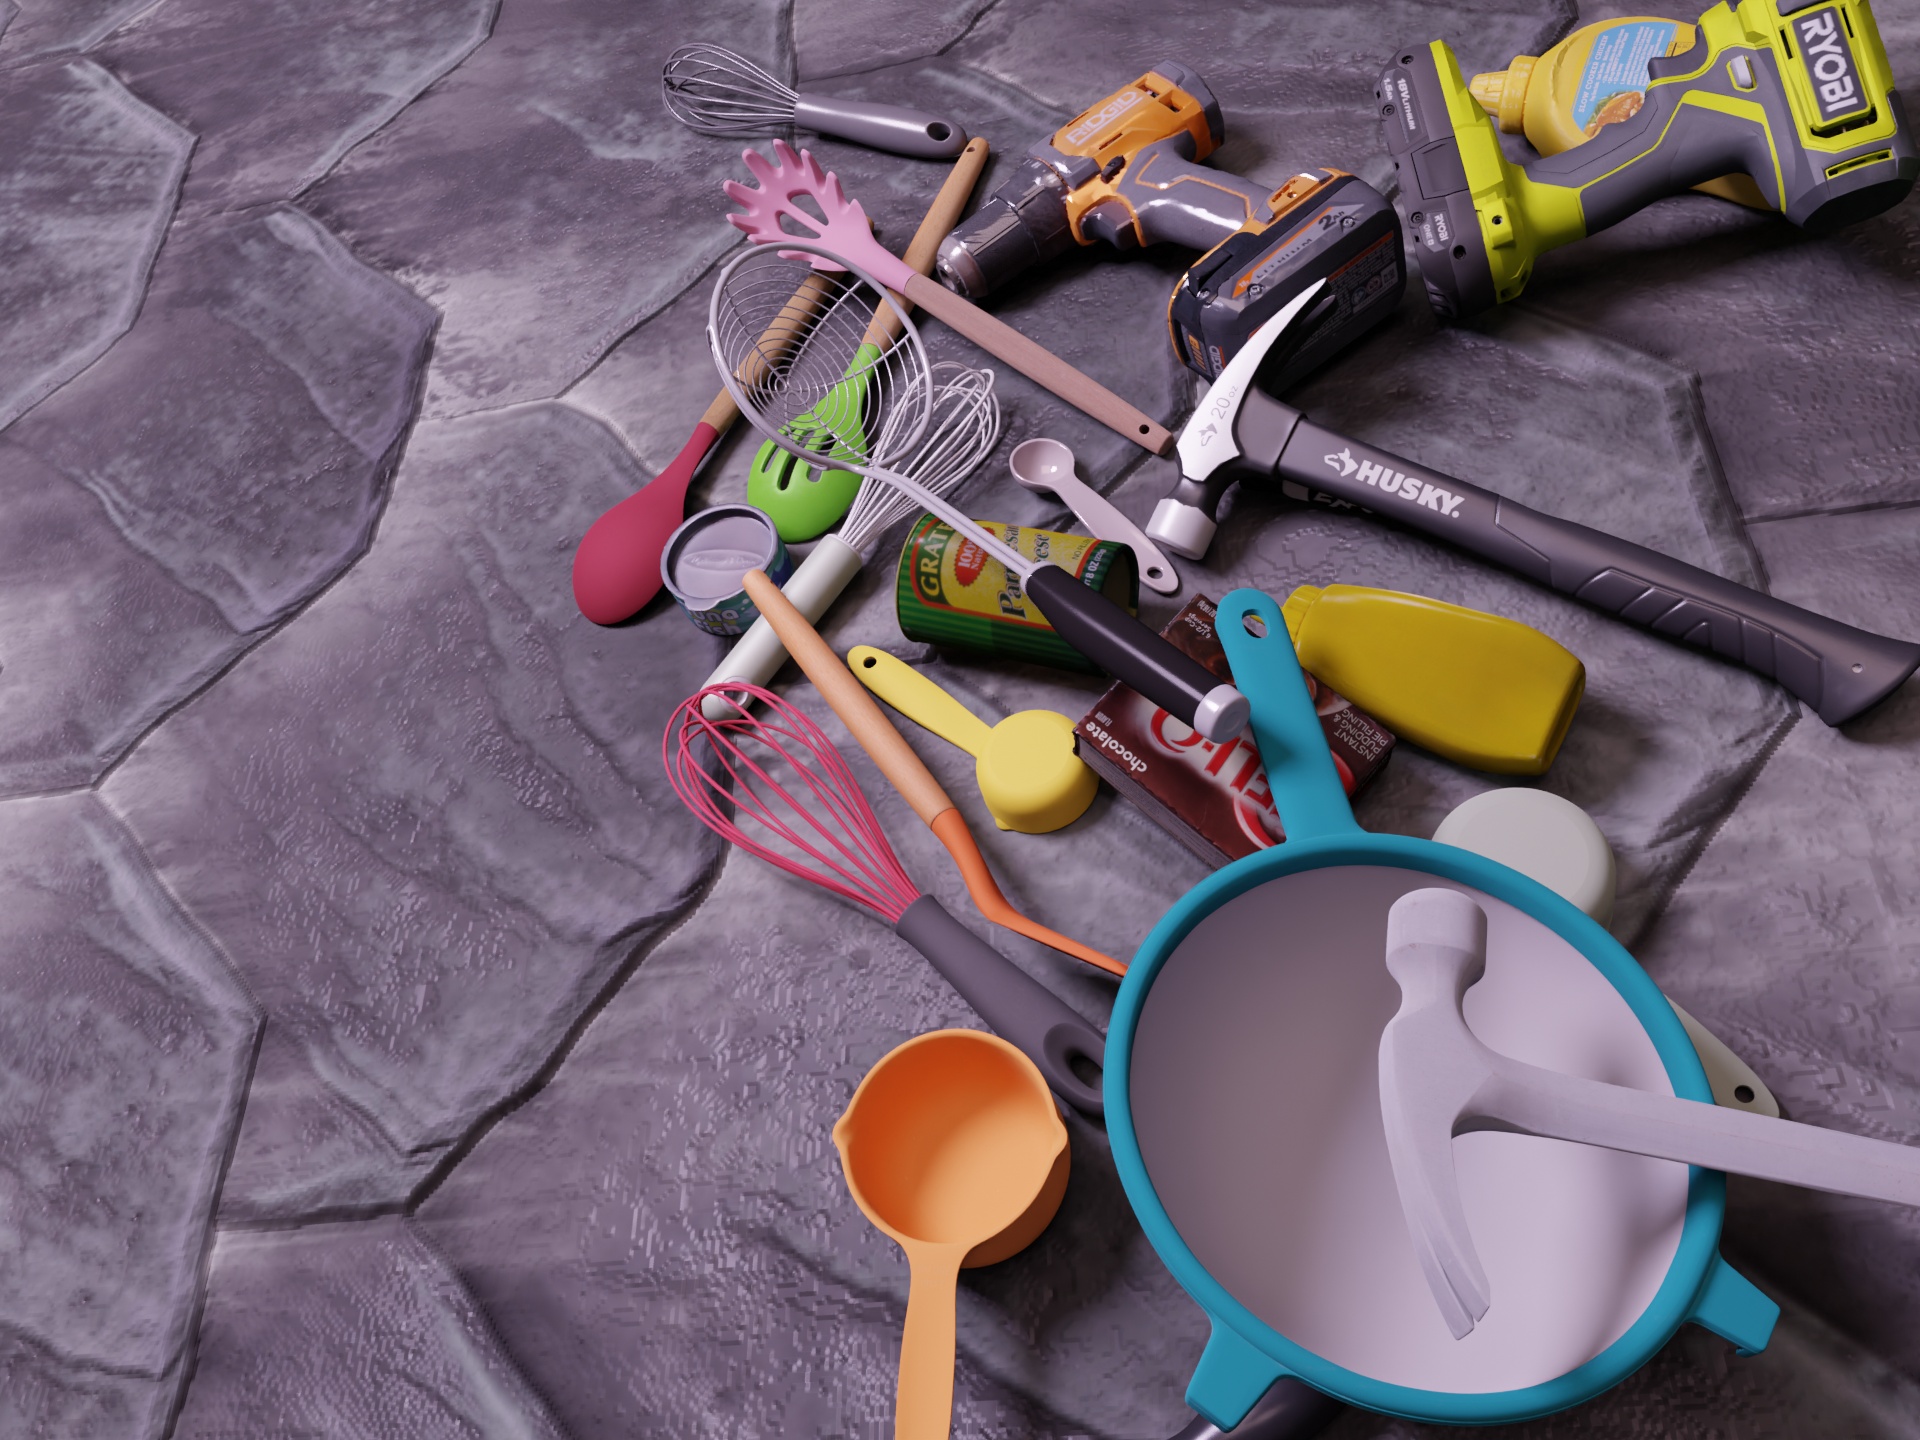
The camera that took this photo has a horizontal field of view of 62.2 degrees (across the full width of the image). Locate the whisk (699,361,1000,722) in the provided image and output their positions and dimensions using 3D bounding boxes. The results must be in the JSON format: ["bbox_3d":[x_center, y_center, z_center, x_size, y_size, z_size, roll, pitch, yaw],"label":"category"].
[{"bbox_3d":[-0.057,-0.096,0.840,0.246,0.057,0.059,-53,25,-15],"label":"whisk"}]

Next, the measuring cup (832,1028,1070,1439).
[{"bbox_3d":[-0.003,0.211,0.621,0.095,0.052,0.174,-3,60,15],"label":"measuring cup"}]

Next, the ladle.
[{"bbox_3d":[-0.131,-0.186,0.926,0.069,0.031,0.315,16,62,31],"label":"ladle"}]

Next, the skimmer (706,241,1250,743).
[{"bbox_3d":[0.006,-0.116,0.718,0.127,0.090,0.364,-9,36,-37],"label":"skimmer"}]

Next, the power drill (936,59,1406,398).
[{"bbox_3d":[0.106,-0.261,0.874,0.185,0.084,0.226,-36,52,-5],"label":"power drill"}]

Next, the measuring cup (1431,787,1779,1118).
[{"bbox_3d":[0.254,0.091,0.627,0.083,0.038,0.168,-36,54,-8],"label":"measuring cup"}]

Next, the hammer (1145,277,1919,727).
[{"bbox_3d":[0.258,-0.088,0.724,0.335,0.035,0.146,27,93,25],"label":"hammer"}]

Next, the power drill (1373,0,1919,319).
[{"bbox_3d":[0.329,-0.303,0.789,0.223,0.080,0.171,-15,79,19],"label":"power drill"}]

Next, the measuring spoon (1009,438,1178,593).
[{"bbox_3d":[0.069,-0.102,0.823,0.034,0.018,0.124,-31,61,-19],"label":"measuring spoon"}]

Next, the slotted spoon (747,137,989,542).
[{"bbox_3d":[-0.044,-0.235,0.931,0.070,0.031,0.314,12,61,22],"label":"slotted spoon"}]

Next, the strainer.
[{"bbox_3d":[0.144,0.102,0.617,0.211,0.095,0.341,-6,53,-6],"label":"strainer"}]

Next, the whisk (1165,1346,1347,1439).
[{"bbox_3d":[0.019,0.300,0.558,0.284,0.070,0.070,-28,55,-7],"label":"whisk"}]

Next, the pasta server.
[{"bbox_3d":[-0.010,-0.234,0.890,0.316,0.040,0.060,38,98,23],"label":"pasta server"}]

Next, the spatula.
[{"bbox_3d":[-0.013,0.023,0.720,0.041,0.081,0.323,-46,56,8],"label":"spatula"}]

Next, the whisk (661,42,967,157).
[{"bbox_3d":[-0.100,-0.403,1.044,0.239,0.055,0.055,20,66,22],"label":"whisk"}]

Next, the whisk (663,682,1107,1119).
[{"bbox_3d":[-0.034,0.075,0.715,0.073,0.073,0.296,-44,63,-13],"label":"whisk"}]

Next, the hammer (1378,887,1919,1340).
[{"bbox_3d":[0.336,0.157,0.502,0.405,0.035,0.144,11,54,6],"label":"hammer"}]

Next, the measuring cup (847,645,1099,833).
[{"bbox_3d":[-0.001,-0.002,0.767,0.157,0.029,0.062,34,73,28],"label":"measuring cup"}]
